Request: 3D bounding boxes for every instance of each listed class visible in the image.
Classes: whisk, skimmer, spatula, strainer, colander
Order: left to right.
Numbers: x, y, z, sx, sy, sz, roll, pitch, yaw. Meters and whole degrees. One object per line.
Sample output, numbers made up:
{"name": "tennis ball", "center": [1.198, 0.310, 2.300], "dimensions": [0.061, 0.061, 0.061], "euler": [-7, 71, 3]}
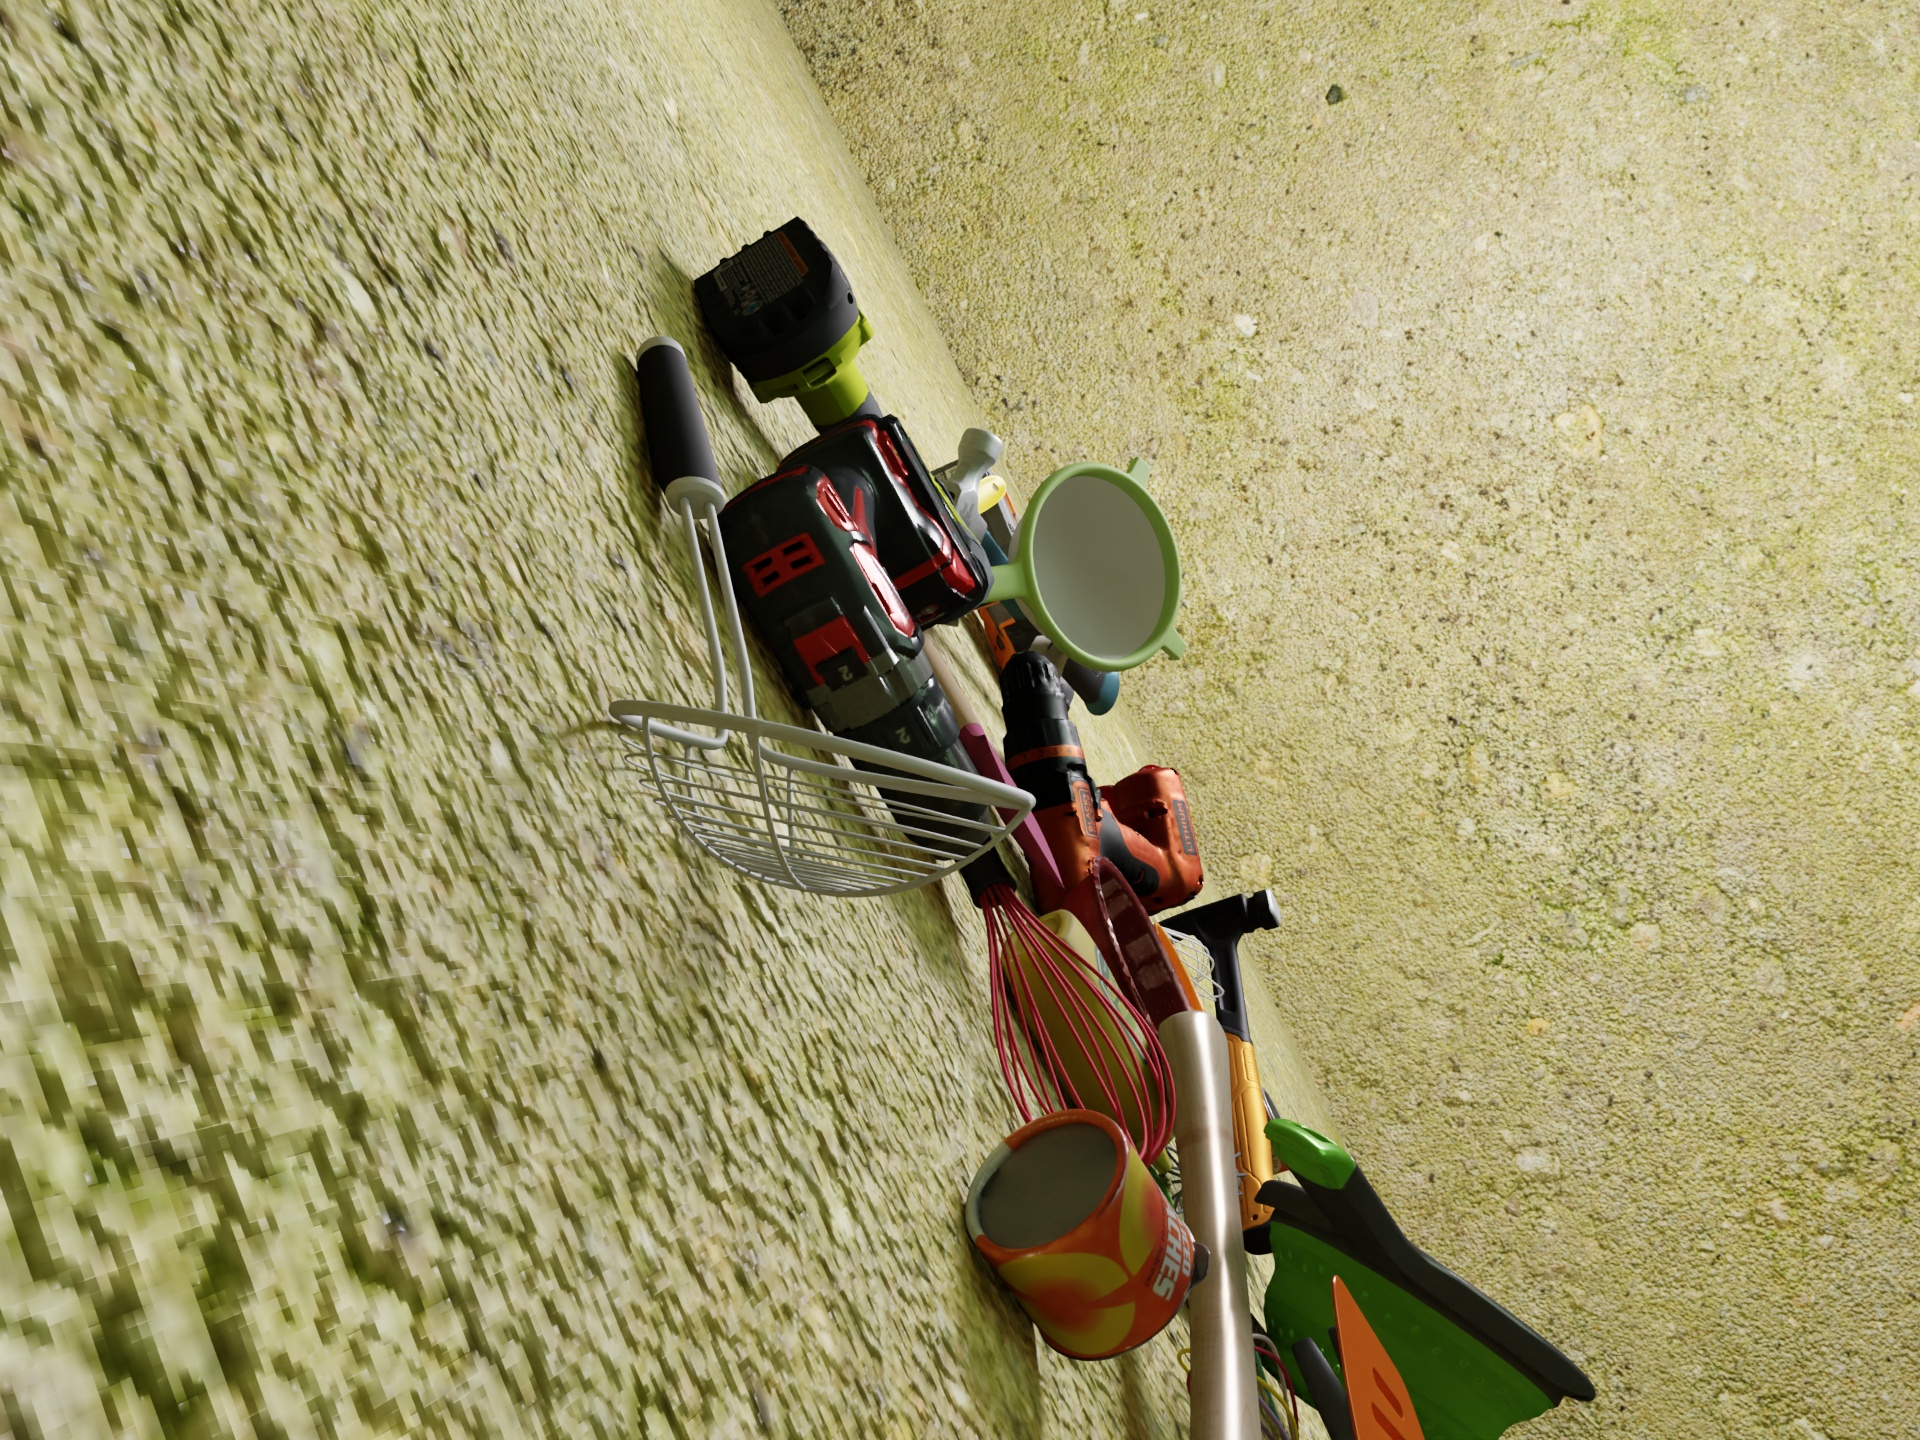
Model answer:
{"name": "skimmer", "center": [-0.074, -0.069, 0.565], "dimensions": [0.127, 0.090, 0.364], "euler": [15, 33, -29]}
{"name": "whisk", "center": [0.024, 0.098, 0.765], "dimensions": [0.073, 0.073, 0.296], "euler": [52, 8, -51]}
{"name": "strainer", "center": [0.043, -0.097, 1.116], "dimensions": [0.069, 0.256, 0.151], "euler": [-11, -89, 54]}
{"name": "whisk", "center": [0.128, 0.158, 1.193], "dimensions": [0.284, 0.070, 0.070], "euler": [46, 19, -49]}
{"name": "whisk", "center": [0.158, 0.290, 1.013], "dimensions": [0.055, 0.055, 0.238], "euler": [66, 5, 20]}
{"name": "whisk", "center": [0.159, 0.367, 0.802], "dimensions": [0.051, 0.047, 0.244], "euler": [-90, 158, -46]}
{"name": "spatula", "center": [0.152, 0.324, 0.618], "dimensions": [0.081, 0.041, 0.322], "euler": [-90, 177, -45]}
{"name": "colander", "center": [0.205, 0.312, 0.831], "dimensions": [0.205, 0.094, 0.396], "euler": [24, -18, 38]}

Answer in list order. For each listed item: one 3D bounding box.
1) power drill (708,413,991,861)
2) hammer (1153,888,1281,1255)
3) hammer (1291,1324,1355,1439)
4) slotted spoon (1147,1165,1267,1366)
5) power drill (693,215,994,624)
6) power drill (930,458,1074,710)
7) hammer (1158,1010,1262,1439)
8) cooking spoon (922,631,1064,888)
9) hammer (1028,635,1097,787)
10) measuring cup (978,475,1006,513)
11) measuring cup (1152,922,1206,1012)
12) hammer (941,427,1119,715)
{"name": "power drill", "center": [-0.038, -0.048, 0.770], "dimensions": [0.187, 0.080, 0.227], "euler": [60, 12, -17]}
{"name": "hammer", "center": [0.210, 0.272, 1.257], "dimensions": [0.337, 0.127, 0.034], "euler": [-88, 153, -53]}
{"name": "hammer", "center": [0.224, 0.420, 0.816], "dimensions": [0.385, 0.038, 0.143], "euler": [67, 1, -55]}
{"name": "slotted spoon", "center": [0.133, 0.306, 0.866], "dimensions": [0.313, 0.031, 0.070], "euler": [56, 16, -47]}
{"name": "power drill", "center": [-0.067, -0.181, 0.964], "dimensions": [0.223, 0.080, 0.171], "euler": [57, 3, -37]}
{"name": "power drill", "center": [0.037, -0.096, 1.338], "dimensions": [0.226, 0.084, 0.164], "euler": [57, 11, -55]}
{"name": "hammer", "center": [0.113, 0.264, 0.671], "dimensions": [0.146, 0.038, 0.411], "euler": [61, 16, -19]}
{"name": "cooking spoon", "center": [-0.001, -0.003, 0.870], "dimensions": [0.068, 0.017, 0.319], "euler": [59, 0, -31]}
{"name": "hammer", "center": [0.082, 0.027, 1.265], "dimensions": [0.331, 0.031, 0.130], "euler": [54, 43, -71]}
{"name": "measuring cup", "center": [-0.008, -0.153, 1.201], "dimensions": [0.062, 0.029, 0.156], "euler": [56, 36, -6]}
{"name": "measuring cup", "center": [0.142, 0.218, 1.098], "dimensions": [0.095, 0.052, 0.174], "euler": [57, 12, -33]}
{"name": "hammer", "center": [0.055, -0.085, 1.226], "dimensions": [0.033, 0.128, 0.330], "euler": [17, -14, 32]}
